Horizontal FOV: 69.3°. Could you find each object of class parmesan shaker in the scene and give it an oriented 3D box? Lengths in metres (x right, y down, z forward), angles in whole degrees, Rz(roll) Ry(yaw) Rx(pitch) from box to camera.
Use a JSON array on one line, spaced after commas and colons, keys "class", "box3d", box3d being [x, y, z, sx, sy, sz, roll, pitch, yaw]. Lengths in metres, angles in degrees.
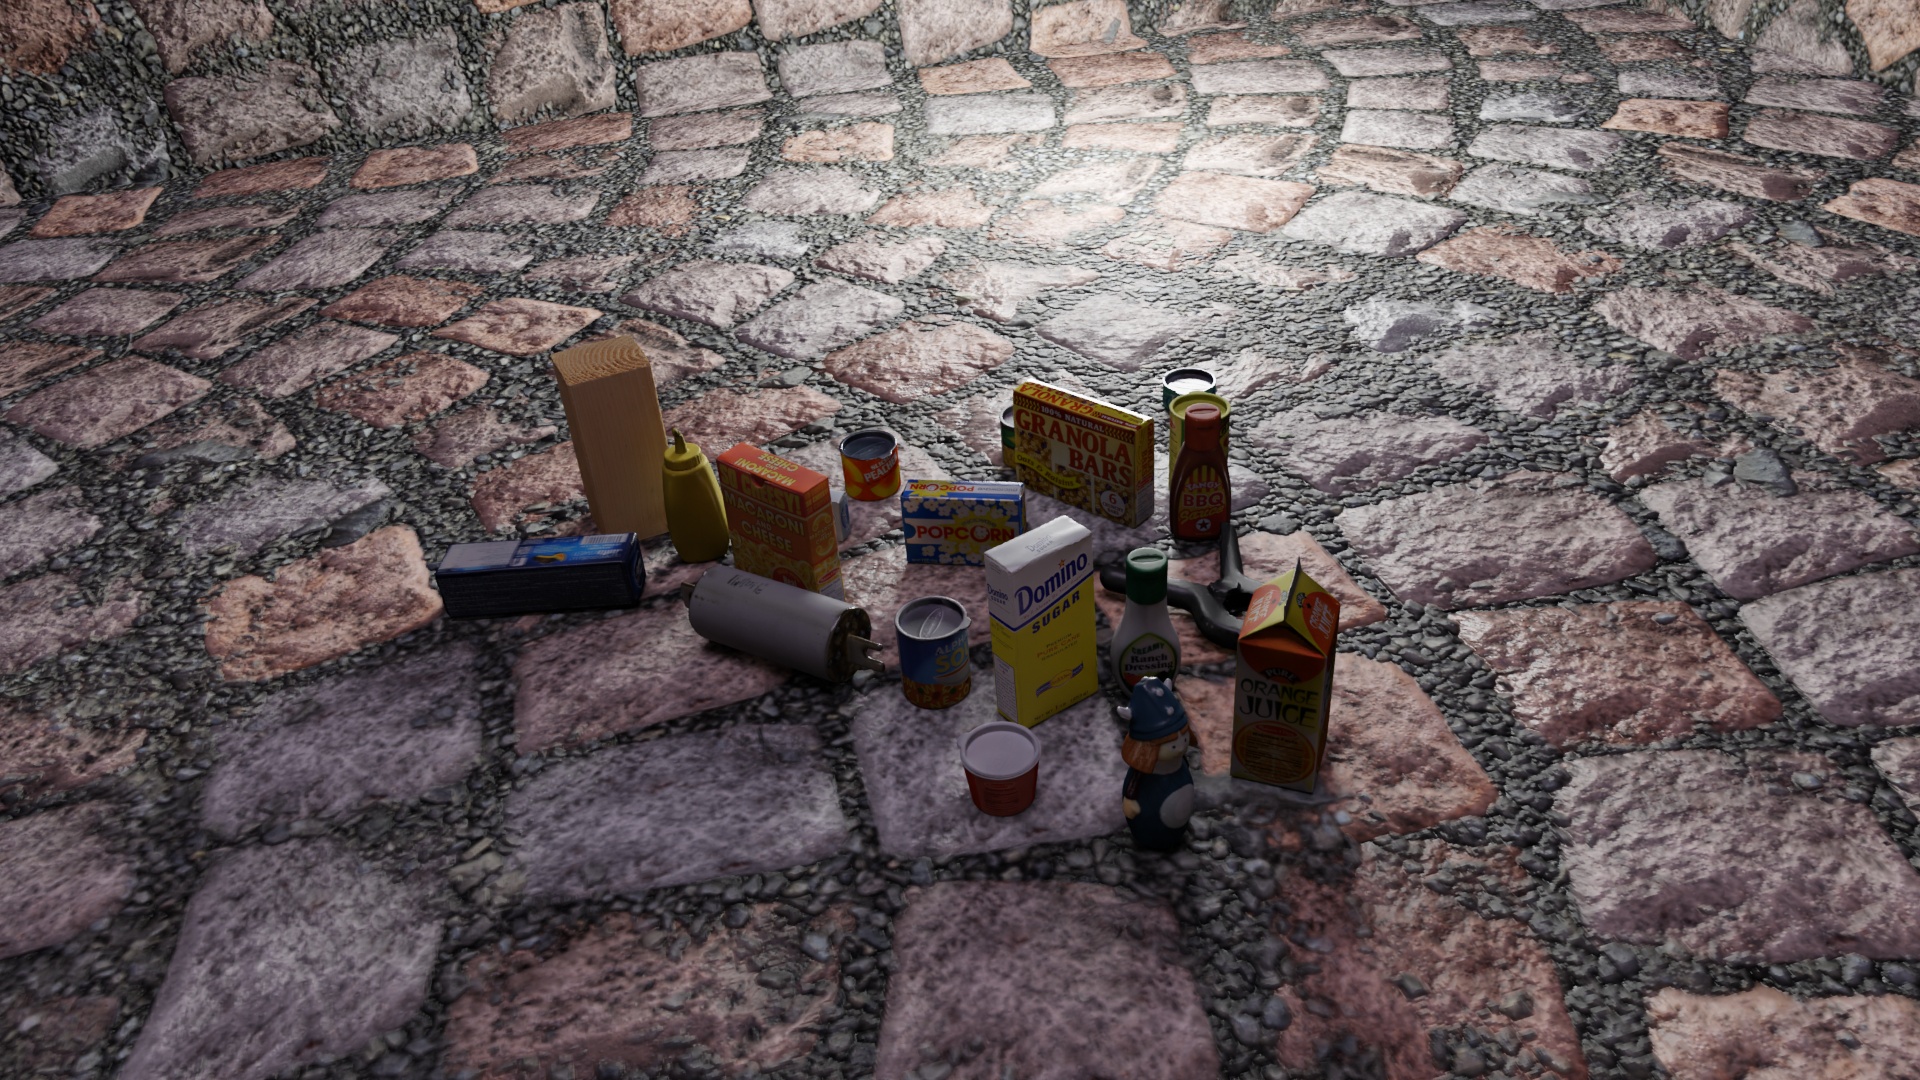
[{"class": "parmesan shaker", "box3d": [0.264, -0.105, 1.537, 0.071, 0.102, 0.072, -3, 34, 2]}]

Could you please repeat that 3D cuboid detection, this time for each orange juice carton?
[{"class": "orange juice carton", "box3d": [0.268, 0.109, 1.144, 0.073, 0.191, 0.072, 9, 37, 20]}]

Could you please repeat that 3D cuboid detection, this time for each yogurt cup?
[{"class": "yogurt cup", "box3d": [0.035, 0.194, 1.170, 0.072, 0.053, 0.073, -3, 34, 2]}]

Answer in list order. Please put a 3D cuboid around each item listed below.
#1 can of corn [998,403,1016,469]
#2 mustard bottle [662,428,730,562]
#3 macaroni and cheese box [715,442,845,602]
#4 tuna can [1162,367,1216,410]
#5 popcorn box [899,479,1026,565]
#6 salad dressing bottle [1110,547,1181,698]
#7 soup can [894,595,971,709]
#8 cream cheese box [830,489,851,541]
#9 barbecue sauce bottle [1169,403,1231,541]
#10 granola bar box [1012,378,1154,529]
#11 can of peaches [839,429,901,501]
[{"class": "can of corn", "box3d": [0.082, -0.122, 1.624, 0.071, 0.058, 0.071, -3, 34, 2]}, {"class": "mustard bottle", "box3d": [-0.286, -0.053, 1.477, 0.065, 0.159, 0.049, -11, 34, -9]}, {"class": "macaroni and cheese box", "box3d": [-0.178, -0.003, 1.385, 0.124, 0.165, 0.040, 22, 42, 33]}, {"class": "tuna can", "box3d": [0.281, -0.183, 1.712, 0.071, 0.032, 0.071, -3, 34, 2]}, {"class": "popcorn box", "box3d": [0.005, -0.018, 1.458, 0.127, 0.084, 0.038, 2, 35, 10]}, {"class": "salad dressing bottle", "box3d": [0.166, 0.076, 1.245, 0.064, 0.146, 0.044, -4, 34, 1]}, {"class": "soup can", "box3d": [-0.022, 0.104, 1.283, 0.071, 0.083, 0.072, -3, 34, 2]}, {"class": "cream cheese box", "box3d": [-0.173, -0.032, 1.528, 0.104, 0.053, 0.024, 8, 36, 18]}, {"class": "barbecue sauce bottle", "box3d": [0.251, -0.071, 1.449, 0.065, 0.147, 0.044, -4, 34, 2]}, {"class": "granola bar box", "box3d": [0.133, -0.096, 1.522, 0.166, 0.123, 0.039, 23, 43, 34]}, {"class": "can of peaches", "box3d": [-0.102, -0.085, 1.592, 0.071, 0.057, 0.071, -3, 34, 2]}]
